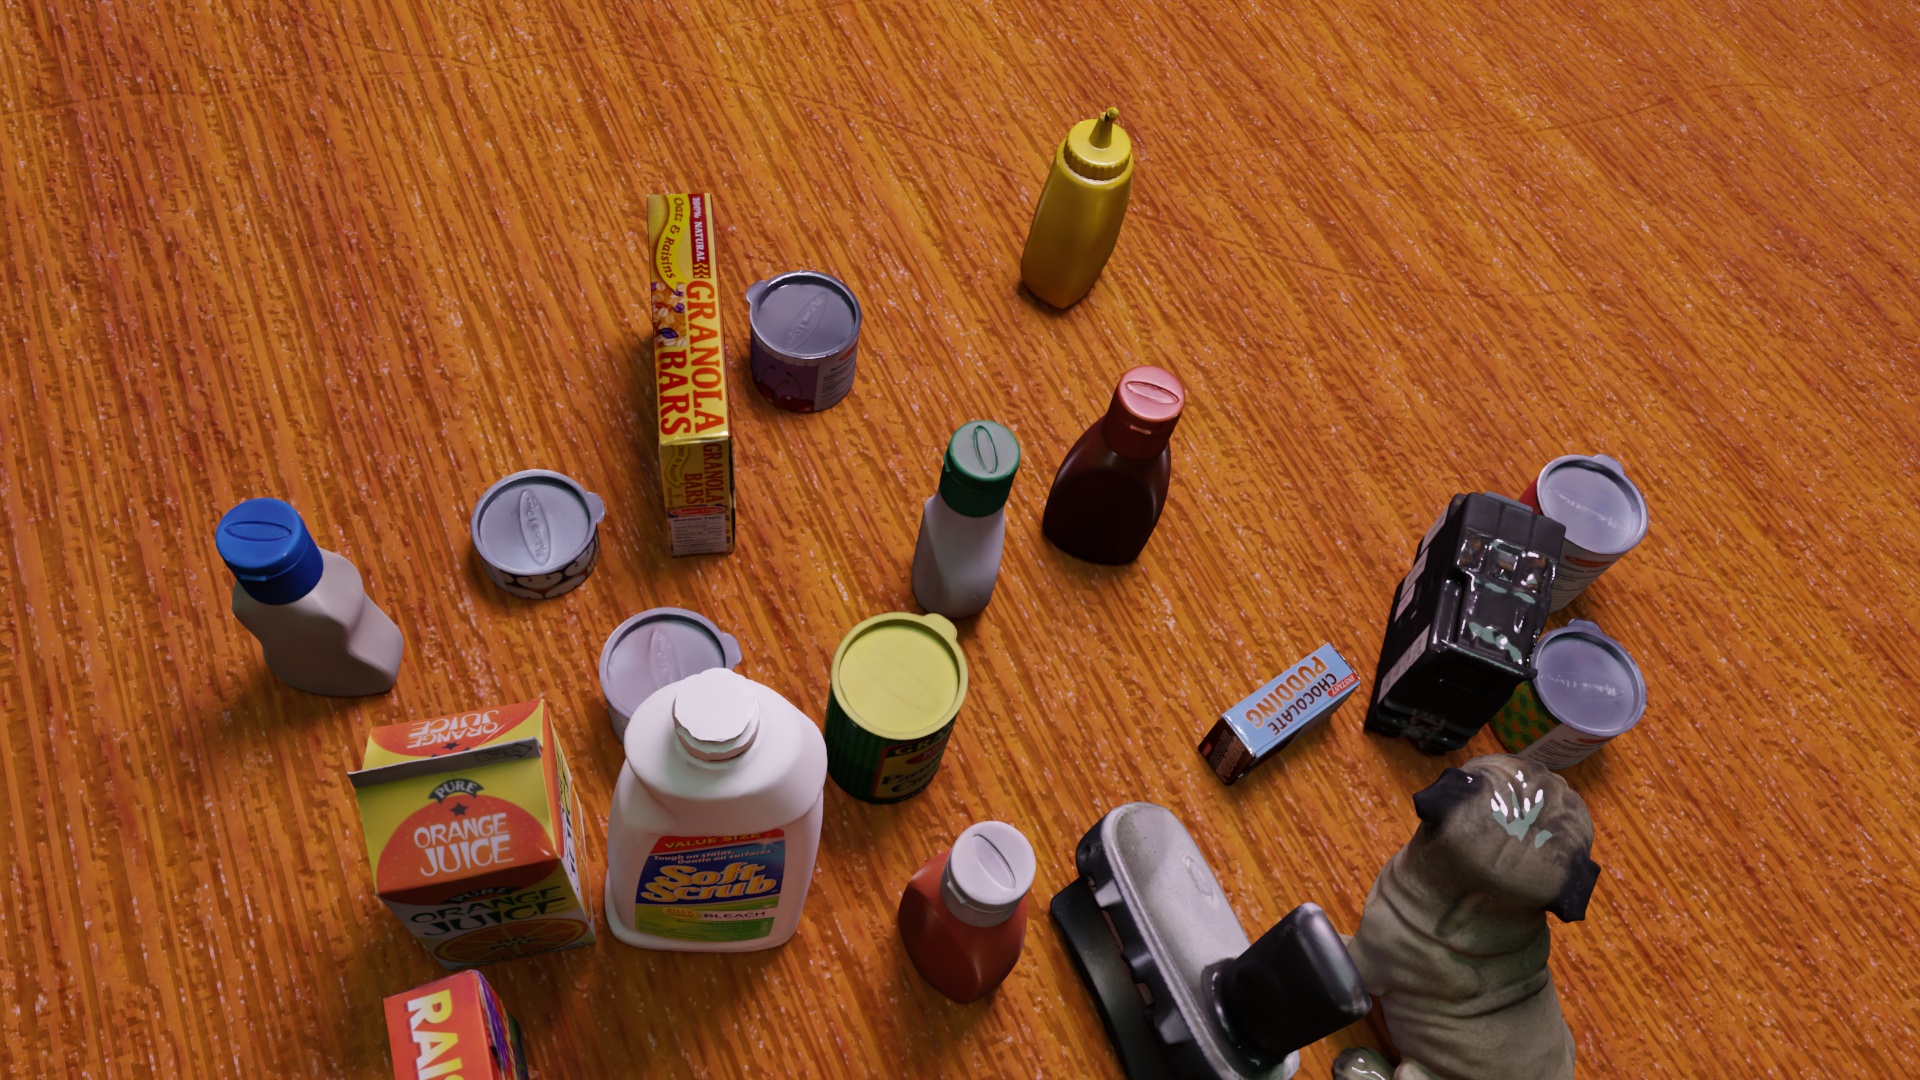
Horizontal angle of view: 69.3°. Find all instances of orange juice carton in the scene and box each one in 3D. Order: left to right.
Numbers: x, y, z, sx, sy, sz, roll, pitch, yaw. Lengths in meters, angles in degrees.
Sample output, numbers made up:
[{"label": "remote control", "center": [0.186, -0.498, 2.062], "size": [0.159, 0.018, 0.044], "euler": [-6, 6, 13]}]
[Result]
[{"label": "orange juice carton", "center": [-0.209, 0.127, 0.610], "size": [0.072, 0.191, 0.073], "euler": [-8, 63, -13]}]

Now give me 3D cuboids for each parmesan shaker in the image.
[{"label": "parmesan shaker", "center": [-0.034, 0.087, 0.711], "size": [0.071, 0.102, 0.071], "euler": [4, 61, -6]}]

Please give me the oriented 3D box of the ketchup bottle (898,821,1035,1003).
[{"label": "ketchup bottle", "center": [0.004, 0.170, 0.643], "size": [0.044, 0.148, 0.065], "euler": [-31, 70, -22]}]

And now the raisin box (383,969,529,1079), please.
[{"label": "raisin box", "center": [-0.206, 0.240, 0.587], "size": [0.040, 0.122, 0.086], "euler": [-13, 64, -15]}]

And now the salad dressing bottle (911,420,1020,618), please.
[{"label": "salad dressing bottle", "center": [0.003, -0.009, 0.745], "size": [0.044, 0.147, 0.064], "euler": [-7, 63, -12]}]

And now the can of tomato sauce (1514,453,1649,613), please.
[{"label": "can of tomato sauce", "center": [0.358, -0.004, 0.832], "size": [0.071, 0.082, 0.071], "euler": [4, 61, -6]}]

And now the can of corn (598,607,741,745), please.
[{"label": "can of corn", "center": [-0.149, 0.076, 0.725], "size": [0.071, 0.058, 0.071], "euler": [4, 61, -6]}]

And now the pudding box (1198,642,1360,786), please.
[{"label": "pudding box", "center": [0.176, 0.096, 0.768], "size": [0.084, 0.049, 0.030], "euler": [-30, 69, -22]}]

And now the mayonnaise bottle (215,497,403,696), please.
[{"label": "mayonnaise bottle", "center": [-0.318, 0.031, 0.674], "size": [0.065, 0.147, 0.041], "euler": [5, 61, -6]}]

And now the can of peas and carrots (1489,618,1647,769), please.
[{"label": "can of peas and carrots", "center": [0.343, 0.088, 0.792], "size": [0.071, 0.058, 0.071], "euler": [4, 61, -6]}]

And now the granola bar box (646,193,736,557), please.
[{"label": "granola bar box", "center": [-0.151, -0.092, 0.782], "size": [0.039, 0.123, 0.166], "euler": [-4, 62, -10]}]

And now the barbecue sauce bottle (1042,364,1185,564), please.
[{"label": "barbecue sauce bottle", "center": [0.089, -0.040, 0.775], "size": [0.065, 0.147, 0.044], "euler": [18, 60, 2]}]

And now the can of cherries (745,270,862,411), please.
[{"label": "can of cherries", "center": [-0.097, -0.122, 0.845], "size": [0.071, 0.058, 0.072], "euler": [4, 61, -6]}]

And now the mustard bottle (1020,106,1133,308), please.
[{"label": "mustard bottle", "center": [0.077, -0.213, 0.864], "size": [0.049, 0.159, 0.065], "euler": [34, 62, 11]}]

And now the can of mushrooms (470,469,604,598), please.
[{"label": "can of mushrooms", "center": [-0.233, -0.003, 0.772], "size": [0.071, 0.033, 0.071], "euler": [4, 60, -6]}]
